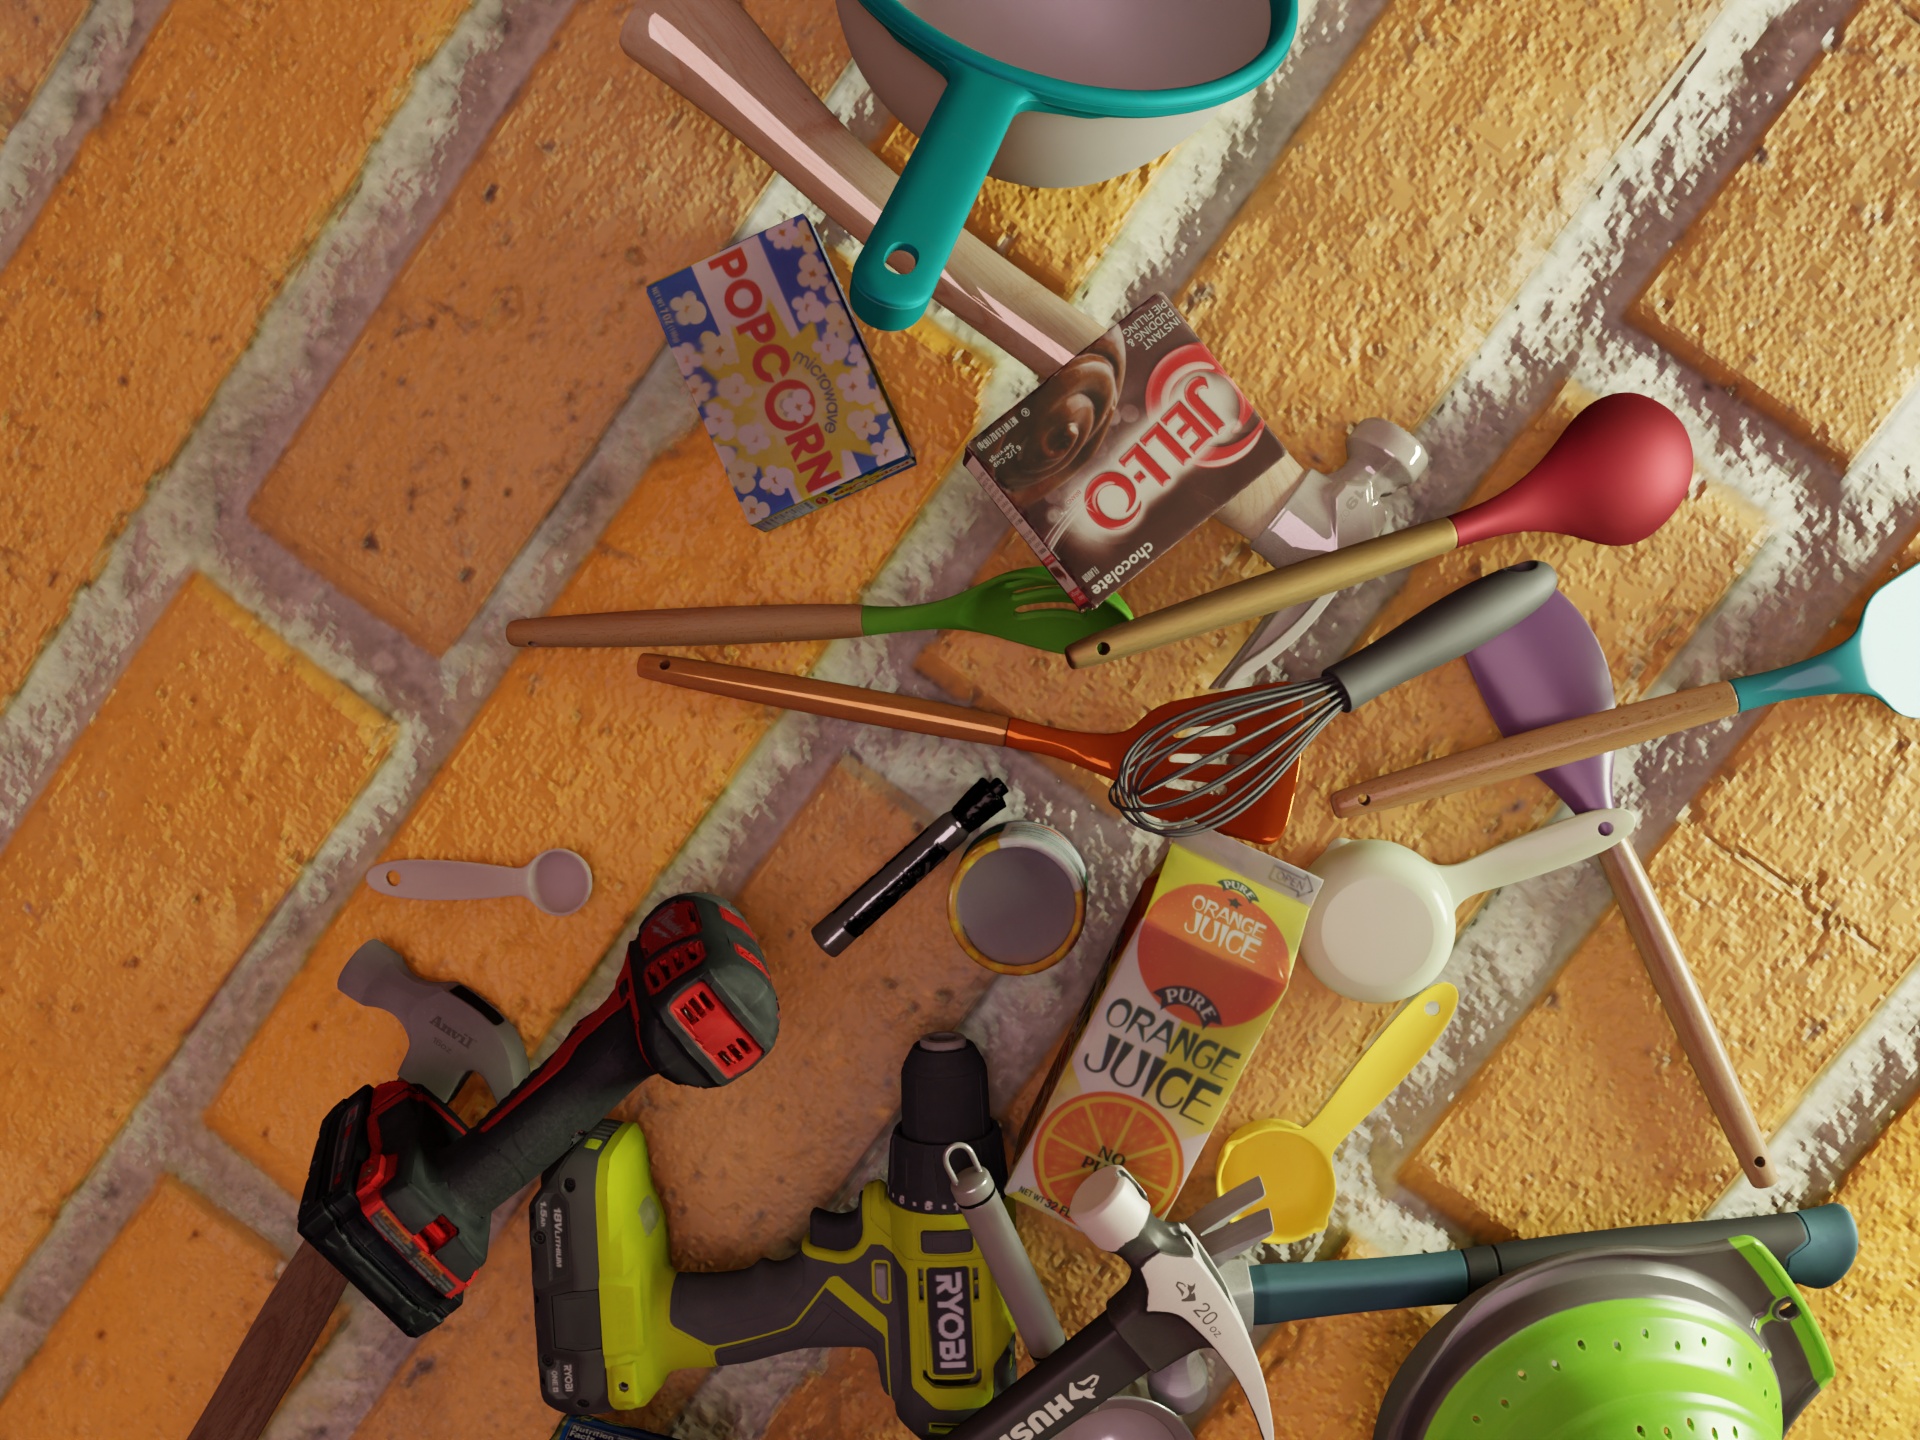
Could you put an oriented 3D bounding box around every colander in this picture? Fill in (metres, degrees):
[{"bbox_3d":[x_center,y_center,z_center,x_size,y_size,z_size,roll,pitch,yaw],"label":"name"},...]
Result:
[{"bbox_3d":[0.229,0.391,0.715,0.397,0.095,0.204,-34,110,6],"label":"colander"}]

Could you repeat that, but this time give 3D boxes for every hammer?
[{"bbox_3d":[0.251,0.262,0.752,0.331,0.033,0.128,-6,120,1],"label":"hammer"},{"bbox_3d":[-0.012,0.351,0.722,0.335,0.035,0.146,-39,102,6],"label":"hammer"},{"bbox_3d":[-0.327,0.284,0.820,0.130,0.031,0.331,31,96,3],"label":"hammer"},{"bbox_3d":[0.012,-0.186,0.728,0.410,0.038,0.146,37,86,-2],"label":"hammer"}]

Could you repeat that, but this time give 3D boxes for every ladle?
[{"bbox_3d":[0.194,-0.077,0.711,0.315,0.031,0.069,-19,98,-8],"label":"ladle"}]

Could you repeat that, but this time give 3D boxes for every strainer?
[{"bbox_3d":[0.046,0.301,0.749,0.087,0.050,0.258,-24,107,-3],"label":"strainer"},{"bbox_3d":[0.014,-0.254,0.662,0.211,0.095,0.341,21,57,-2],"label":"strainer"}]

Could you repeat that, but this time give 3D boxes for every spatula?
[{"bbox_3d":[0.319,0.076,0.754,0.060,0.018,0.316,-24,90,5],"label":"spatula"},{"bbox_3d":[0.326,-0.002,0.735,0.317,0.044,0.082,-16,91,6],"label":"spatula"},{"bbox_3d":[-0.001,-0.002,0.765,0.322,0.041,0.081,10,72,5],"label":"spatula"}]

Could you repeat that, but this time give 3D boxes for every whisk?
[{"bbox_3d":[0.172,-0.014,0.717,0.239,0.055,0.055,-28,91,-10],"label":"whisk"}]

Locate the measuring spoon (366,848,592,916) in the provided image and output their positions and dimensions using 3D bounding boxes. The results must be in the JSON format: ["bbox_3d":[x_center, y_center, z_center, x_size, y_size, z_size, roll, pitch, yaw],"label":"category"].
[{"bbox_3d":[-0.243,0.080,0.810,0.124,0.018,0.034,0,96,12],"label":"measuring spoon"}]

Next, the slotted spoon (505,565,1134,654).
[{"bbox_3d":[-0.072,-0.049,0.769,0.314,0.070,0.031,-2,62,10],"label":"slotted spoon"}]

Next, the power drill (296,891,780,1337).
[{"bbox_3d":[-0.185,0.163,0.731,0.219,0.143,0.078,-37,110,-3],"label":"power drill"}]

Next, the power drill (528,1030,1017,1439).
[{"bbox_3d":[-0.085,0.250,0.774,0.228,0.080,0.190,-2,95,2],"label":"power drill"}]

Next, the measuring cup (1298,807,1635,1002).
[{"bbox_3d":[0.236,0.079,0.744,0.167,0.038,0.083,-24,91,13],"label":"measuring cup"}]

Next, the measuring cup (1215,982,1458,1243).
[{"bbox_3d":[0.184,0.185,0.770,0.062,0.029,0.156,41,94,1],"label":"measuring cup"}]
